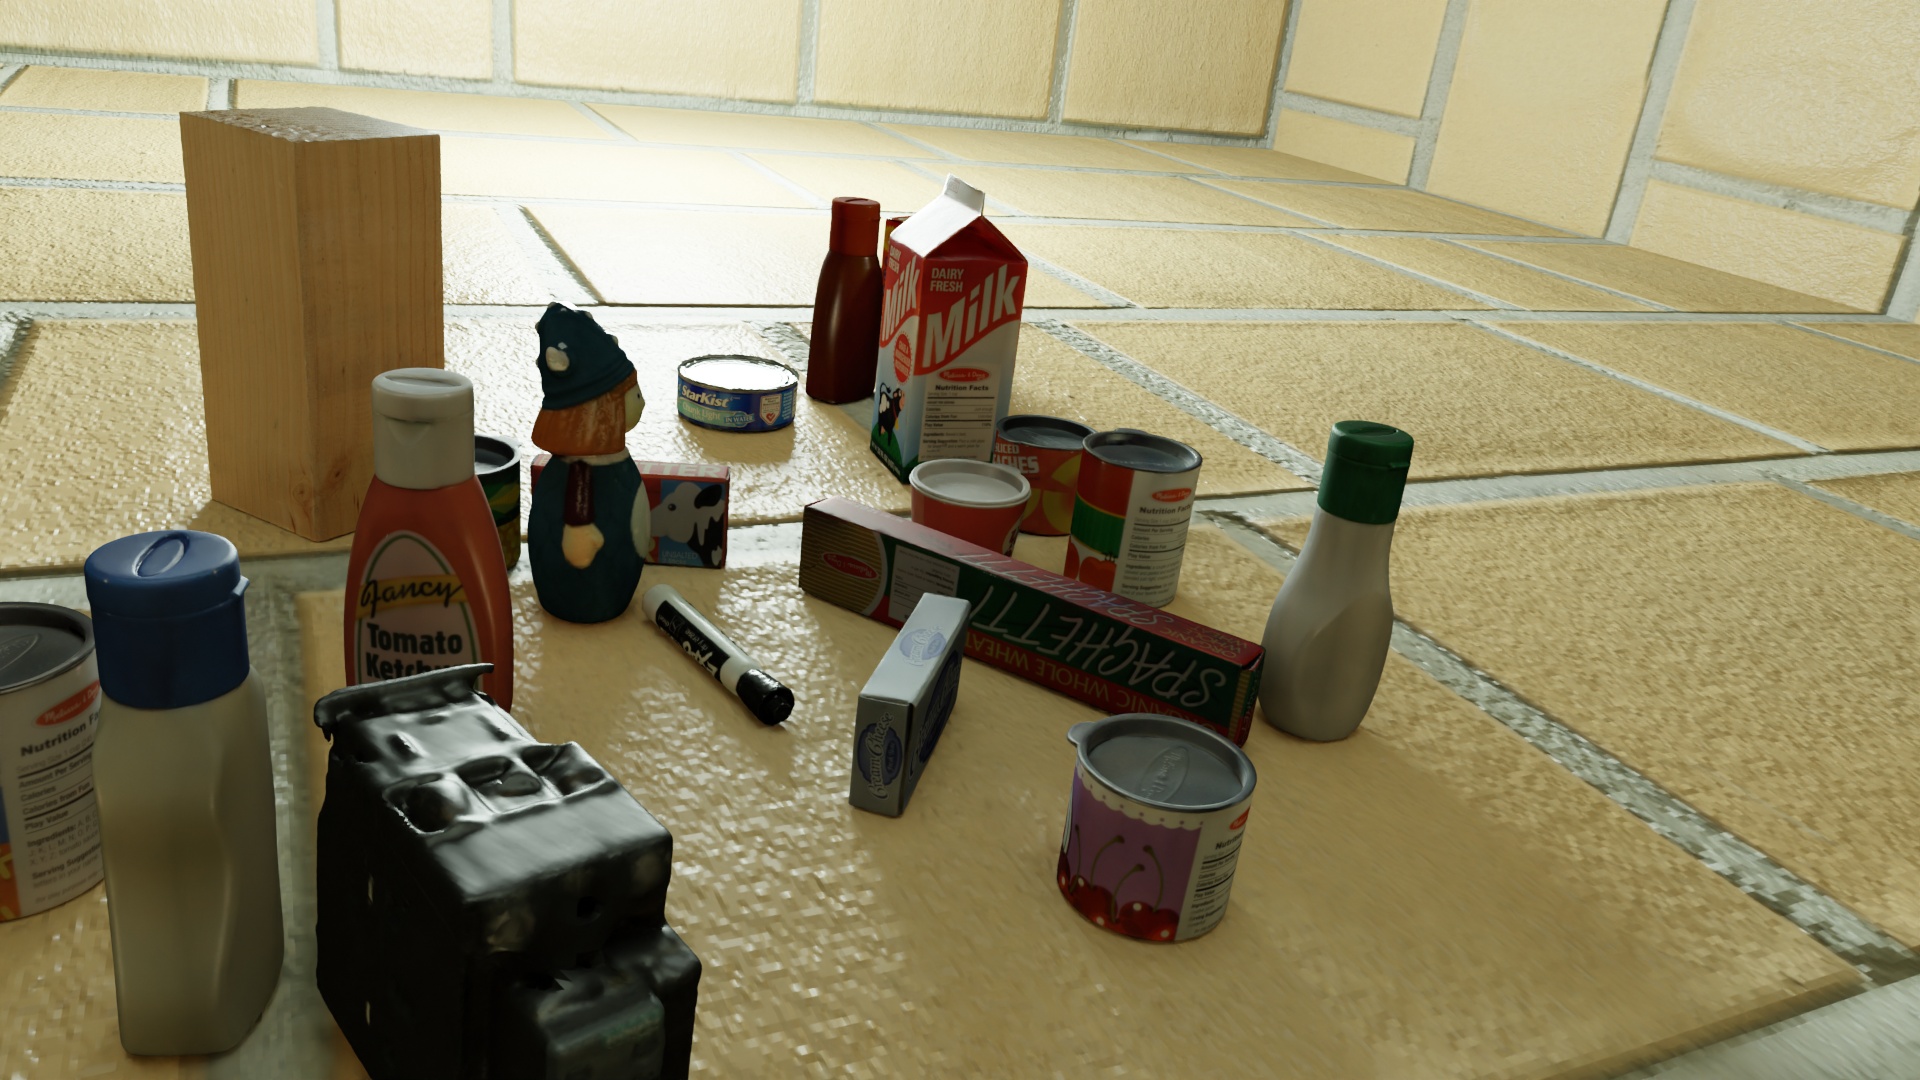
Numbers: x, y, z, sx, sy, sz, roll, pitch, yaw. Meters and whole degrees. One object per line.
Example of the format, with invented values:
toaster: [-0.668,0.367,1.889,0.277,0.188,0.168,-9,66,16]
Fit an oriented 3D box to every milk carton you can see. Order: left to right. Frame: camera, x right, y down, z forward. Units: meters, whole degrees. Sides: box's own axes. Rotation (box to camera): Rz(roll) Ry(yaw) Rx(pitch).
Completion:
milk carton: [-0.008,-0.138,0.908,0.073,0.189,0.072,-2,24,-22]

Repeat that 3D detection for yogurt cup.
yogurt cup: [0.003,-0.010,0.781,0.072,0.053,0.073,6,22,-2]

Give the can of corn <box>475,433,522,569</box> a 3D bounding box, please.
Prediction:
can of corn: [-0.259,-0.019,0.717,0.071,0.058,0.071,6,22,-2]

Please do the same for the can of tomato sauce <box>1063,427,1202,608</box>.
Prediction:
can of tomato sauce: [0.094,-0.013,0.778,0.071,0.082,0.071,6,22,-2]

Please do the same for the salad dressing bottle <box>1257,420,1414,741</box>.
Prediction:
salad dressing bottle: [0.175,0.019,0.642,0.064,0.147,0.044,-6,25,-29]

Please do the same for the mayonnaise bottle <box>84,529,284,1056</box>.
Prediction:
mayonnaise bottle: [-0.221,0.071,0.397,0.041,0.147,0.065,2,23,-13]

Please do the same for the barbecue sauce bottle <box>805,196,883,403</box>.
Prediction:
barbecue sauce bottle: [-0.084,-0.180,1.041,0.044,0.148,0.065,18,24,24]

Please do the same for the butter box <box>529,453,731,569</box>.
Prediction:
butter box: [-0.176,-0.016,0.743,0.103,0.053,0.024,4,22,-7]

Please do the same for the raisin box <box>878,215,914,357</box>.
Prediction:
raisin box: [-0.027,-0.207,1.155,0.040,0.122,0.086,24,27,35]

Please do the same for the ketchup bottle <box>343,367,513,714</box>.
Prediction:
ketchup bottle: [-0.211,0.007,0.552,0.065,0.148,0.044,6,22,-4]

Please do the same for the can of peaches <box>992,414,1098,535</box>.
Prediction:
can of peaches: [0.050,-0.041,0.865,0.071,0.057,0.071,6,22,-2]

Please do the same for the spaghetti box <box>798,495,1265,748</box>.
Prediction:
spaghetti box: [0.027,0.038,0.679,0.250,0.050,0.029,19,25,27]

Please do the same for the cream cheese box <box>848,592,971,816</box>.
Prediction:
cream cheese box: [-0.020,0.067,0.590,0.024,0.053,0.104,11,23,9]

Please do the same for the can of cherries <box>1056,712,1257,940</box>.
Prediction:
can of cherries: [0.070,0.105,0.519,0.071,0.058,0.072,6,22,-2]

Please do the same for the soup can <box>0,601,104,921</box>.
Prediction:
soup can: [-0.317,0.071,0.452,0.071,0.083,0.071,6,22,-2]
